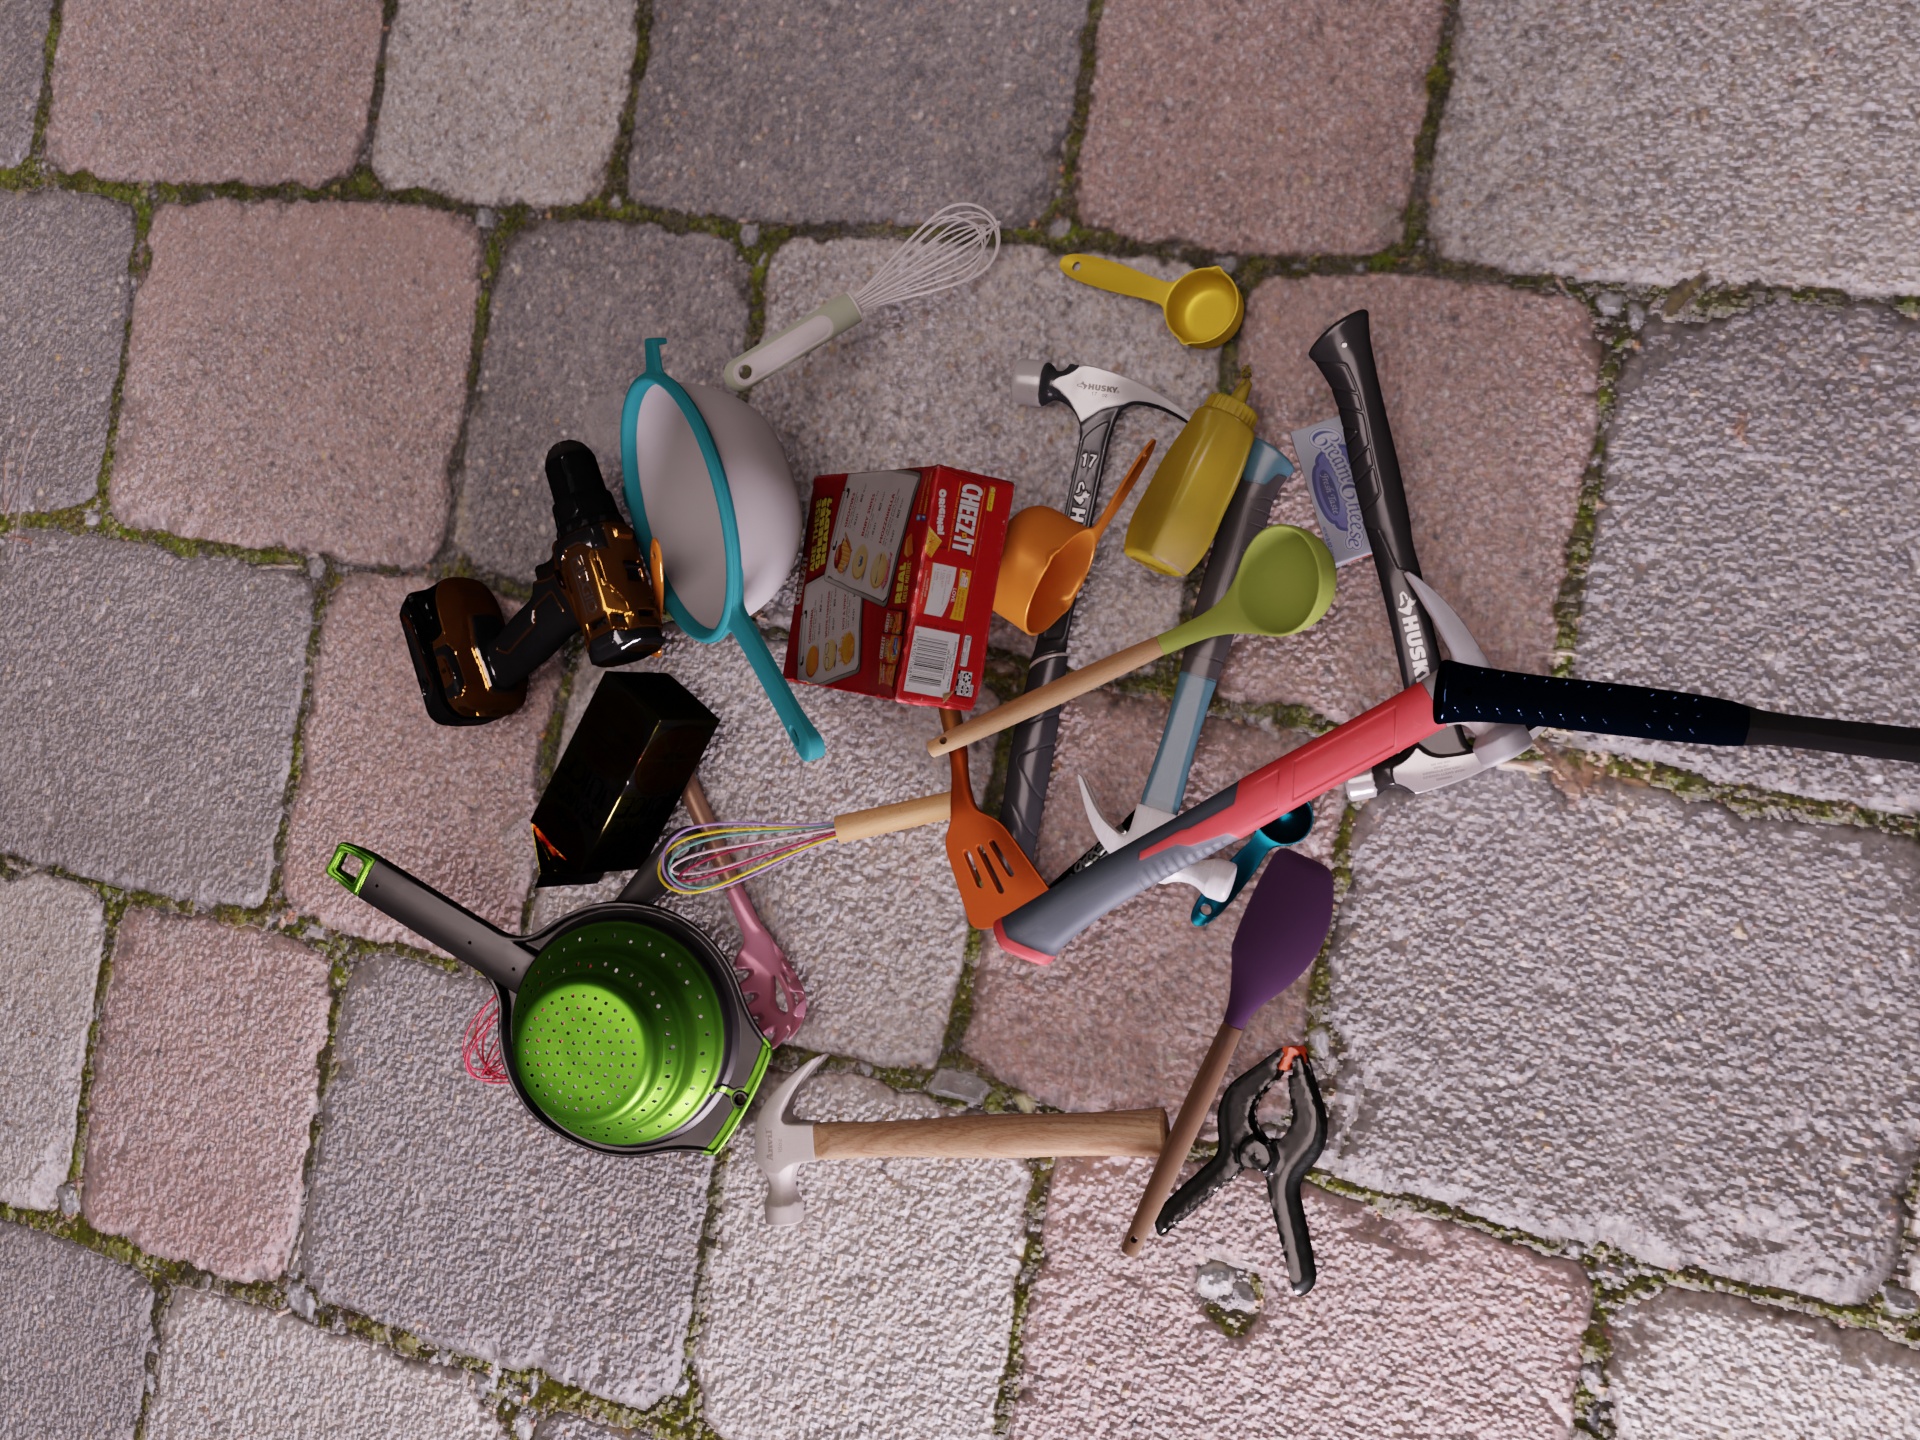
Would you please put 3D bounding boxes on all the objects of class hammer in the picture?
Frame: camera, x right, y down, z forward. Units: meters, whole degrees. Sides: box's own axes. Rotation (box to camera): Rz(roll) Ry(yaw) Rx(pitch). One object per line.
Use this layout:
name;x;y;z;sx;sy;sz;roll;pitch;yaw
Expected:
hammer;0.076;-0.064;1.205;0.149;0.036;0.409;12;92;17
hammer;0.179;-0.045;1.159;0.128;0.033;0.331;16;89;15
hammer;0.512;-0.001;1.015;0.405;0.035;0.144;7;89;5
hammer;-0.004;0.317;1.219;0.331;0.031;0.130;-7;87;18
hammer;0.185;0.049;1.104;0.386;0.038;0.143;-30;86;11
hammer;0.307;-0.118;1.106;0.146;0.035;0.335;-13;93;16

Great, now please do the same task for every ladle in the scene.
ladle;0.115;-0.046;1.129;0.320;0.062;0.078;-25;67;13

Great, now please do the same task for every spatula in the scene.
spatula;-0.002;-0.004;1.213;0.081;0.041;0.323;-25;68;36
spatula;0.187;0.243;1.144;0.060;0.018;0.316;26;93;19

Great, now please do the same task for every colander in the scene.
colander;-0.343;0.206;1.230;0.397;0.094;0.204;29;95;8

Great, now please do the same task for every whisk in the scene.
whisk;-0.307;0.193;1.300;0.073;0.073;0.296;46;103;14
whisk;-0.074;-0.322;1.223;0.246;0.059;0.057;-32;110;-3
whisk;-0.116;0.094;1.237;0.245;0.047;0.051;-13;115;3

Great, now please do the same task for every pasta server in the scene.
pasta server;-0.199;0.112;1.287;0.060;0.040;0.316;-31;78;27

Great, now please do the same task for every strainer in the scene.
strainer;-0.153;-0.121;1.214;0.095;0.211;0.341;-18;65;-28

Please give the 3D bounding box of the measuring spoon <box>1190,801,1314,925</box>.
measuring spoon;0.211;0.101;1.167;0.042;0.021;0.128;40;109;10

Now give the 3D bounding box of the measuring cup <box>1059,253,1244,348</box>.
measuring cup;0.144;-0.323;1.201;0.157;0.029;0.062;27;97;29

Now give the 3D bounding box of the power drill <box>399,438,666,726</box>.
power drill;-0.355;-0.108;1.306;0.226;0.084;0.185;-23;81;27

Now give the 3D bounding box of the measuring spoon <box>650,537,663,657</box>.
measuring spoon;-0.250;-0.098;1.289;0.021;0.011;0.116;50;144;38

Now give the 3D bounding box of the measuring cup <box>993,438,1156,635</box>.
measuring cup;0.076;-0.146;1.156;0.052;0.095;0.173;31;79;19
